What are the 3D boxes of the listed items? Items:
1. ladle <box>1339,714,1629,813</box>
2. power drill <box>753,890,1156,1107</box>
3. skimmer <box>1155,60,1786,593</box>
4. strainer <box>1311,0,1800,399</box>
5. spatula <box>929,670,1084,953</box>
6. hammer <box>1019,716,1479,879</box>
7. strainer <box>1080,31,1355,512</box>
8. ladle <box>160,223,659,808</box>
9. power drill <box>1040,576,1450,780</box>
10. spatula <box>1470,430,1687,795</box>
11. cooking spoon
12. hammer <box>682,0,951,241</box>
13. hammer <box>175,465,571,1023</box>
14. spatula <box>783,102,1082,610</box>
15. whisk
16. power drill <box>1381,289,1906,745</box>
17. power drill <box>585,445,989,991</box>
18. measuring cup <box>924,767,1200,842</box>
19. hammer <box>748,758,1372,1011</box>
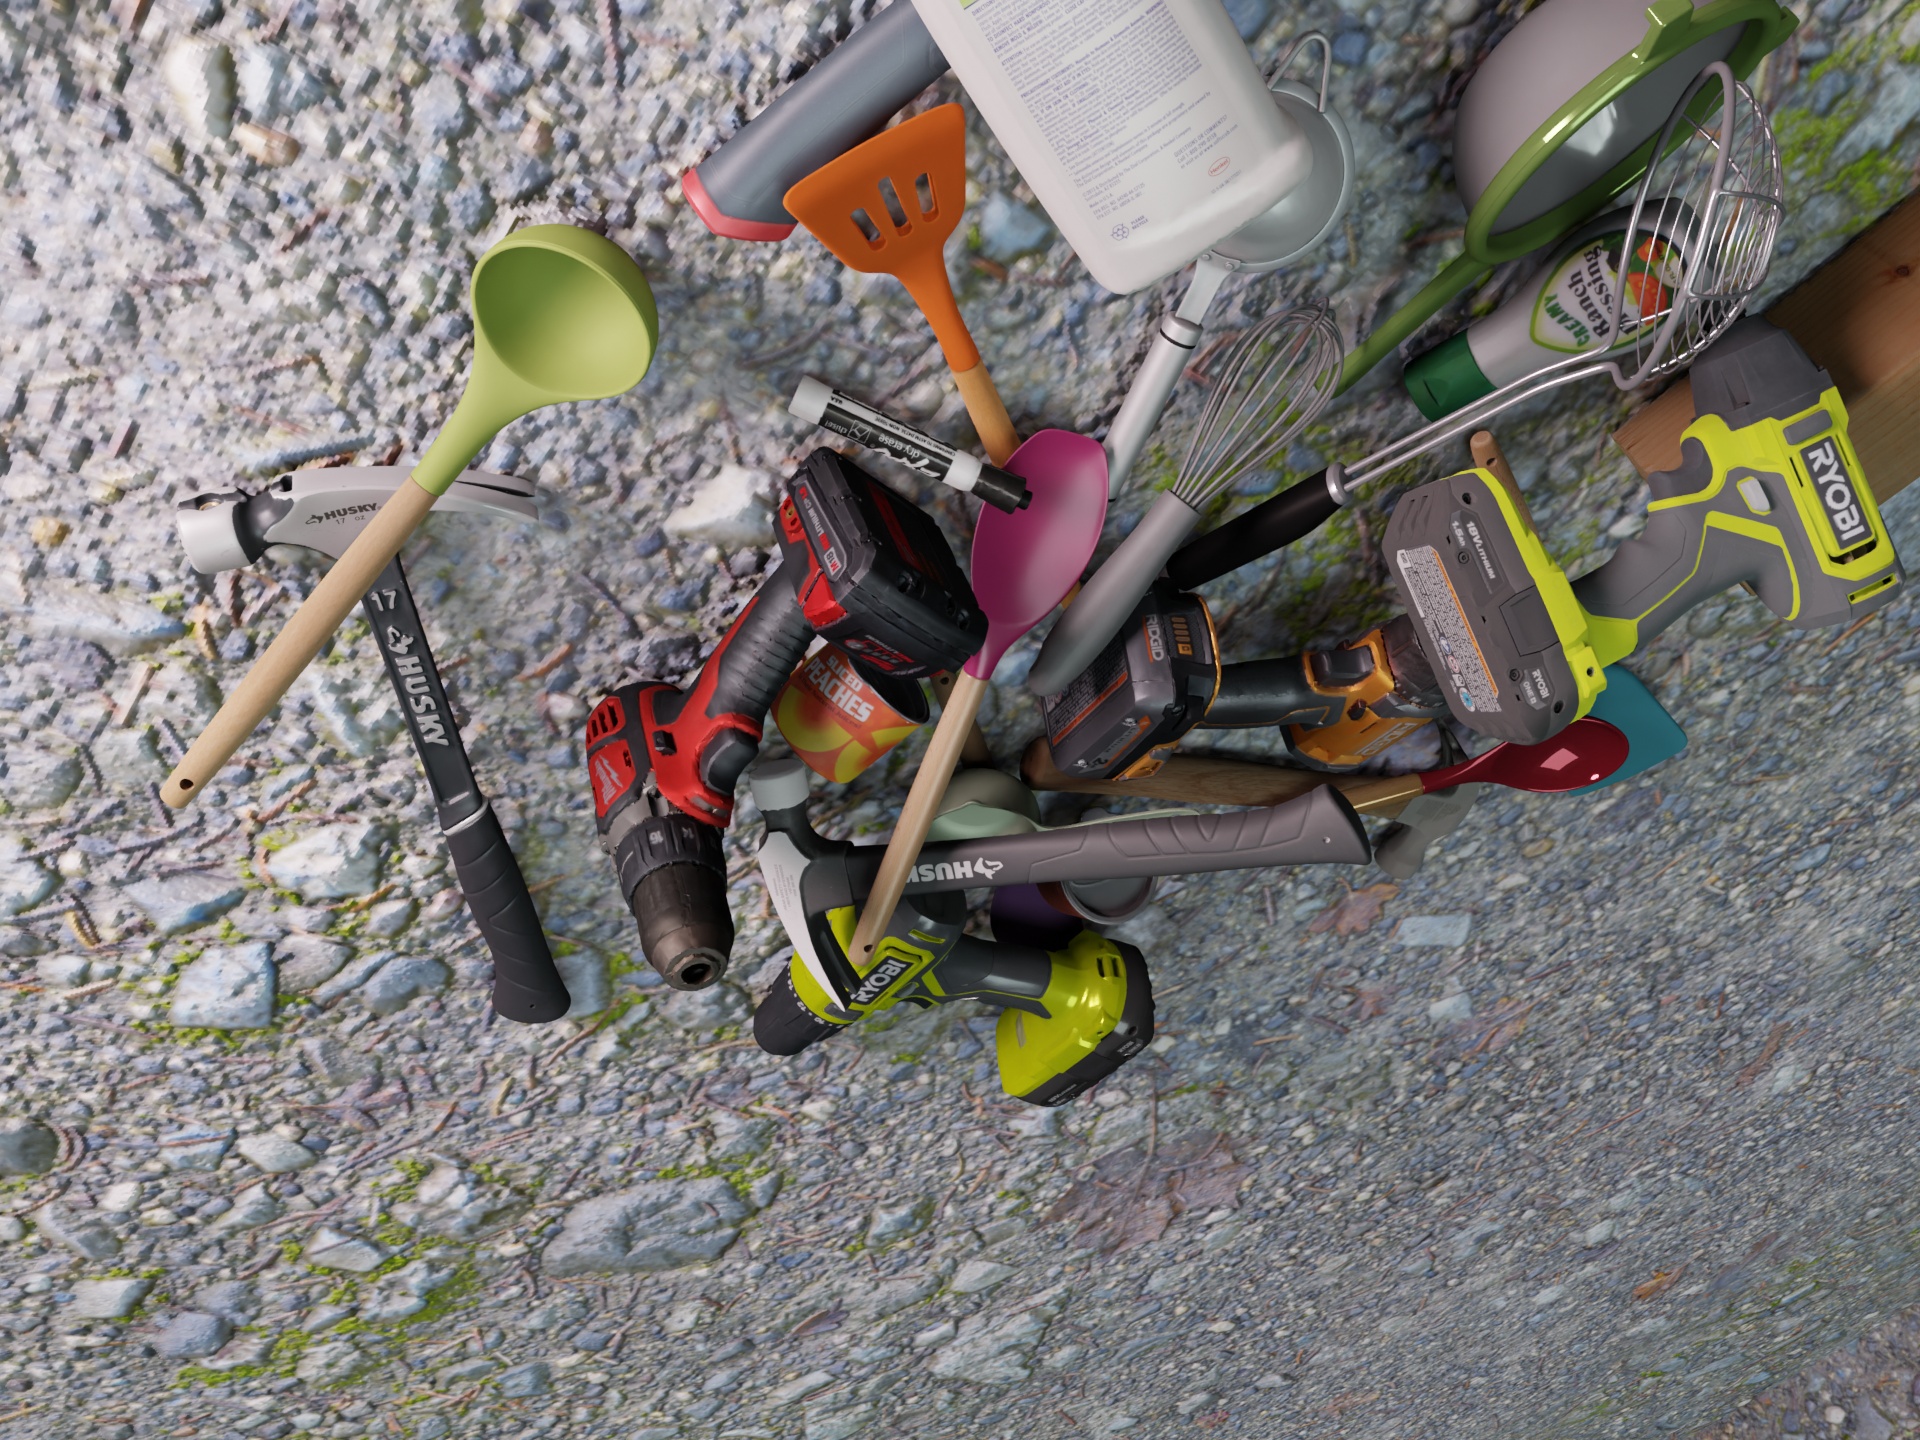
[{"bbox_3d":[0.265,0.048,1.004,0.315,0.031,0.069,-14,133,-2],"label":"ladle"},{"bbox_3d":[-0.007,0.182,1.041,0.228,0.080,0.190,22,131,-29],"label":"power drill"},{"bbox_3d":[0.207,-0.154,0.737,0.090,0.127,0.363,35,140,-25],"label":"skimmer"},{"bbox_3d":[0.241,-0.249,0.729,0.151,0.069,0.256,-22,166,-44],"label":"strainer"},{"bbox_3d":[0.024,0.065,0.985,0.060,0.018,0.315,-21,137,0],"label":"spatula"},{"bbox_3d":[0.191,0.039,1.011,0.331,0.031,0.130,6,131,-25],"label":"hammer"},{"bbox_3d":[0.109,-0.189,0.743,0.087,0.050,0.258,18,127,-11],"label":"strainer"},{"bbox_3d":[-0.244,-0.077,0.674,0.078,0.062,0.320,38,100,-23],"label":"ladle"},{"bbox_3d":[0.179,-0.028,0.871,0.226,0.084,0.185,1,157,-22],"label":"power drill"},{"bbox_3d":[0.364,-0.063,0.965,0.082,0.044,0.317,-27,135,17],"label":"spatula"},{"bbox_3d":[-0.001,-0.003,0.827,0.068,0.017,0.318,10,115,-28],"label":"cooking spoon"},{"bbox_3d":[0.042,-0.321,0.597,0.386,0.038,0.143,-34,134,14],"label":"hammer"},{"bbox_3d":[-0.261,0.034,0.839,0.149,0.036,0.408,-12,136,-10],"label":"hammer"},{"bbox_3d":[0.012,-0.147,0.753,0.081,0.041,0.322,-27,138,3],"label":"spatula"},{"bbox_3d":[0.108,-0.108,0.789,0.055,0.055,0.239,28,104,-38],"label":"whisk"},{"bbox_3d":[0.333,-0.098,0.782,0.223,0.080,0.171,-25,93,-7],"label":"power drill"},{"bbox_3d":[-0.093,0.002,0.763,0.080,0.188,0.226,30,114,-38],"label":"power drill"},{"bbox_3d":[0.055,0.054,0.932,0.167,0.038,0.083,-7,138,3],"label":"measuring cup"},{"bbox_3d":[0.053,0.079,0.872,0.335,0.035,0.146,-6,106,16],"label":"hammer"}]
